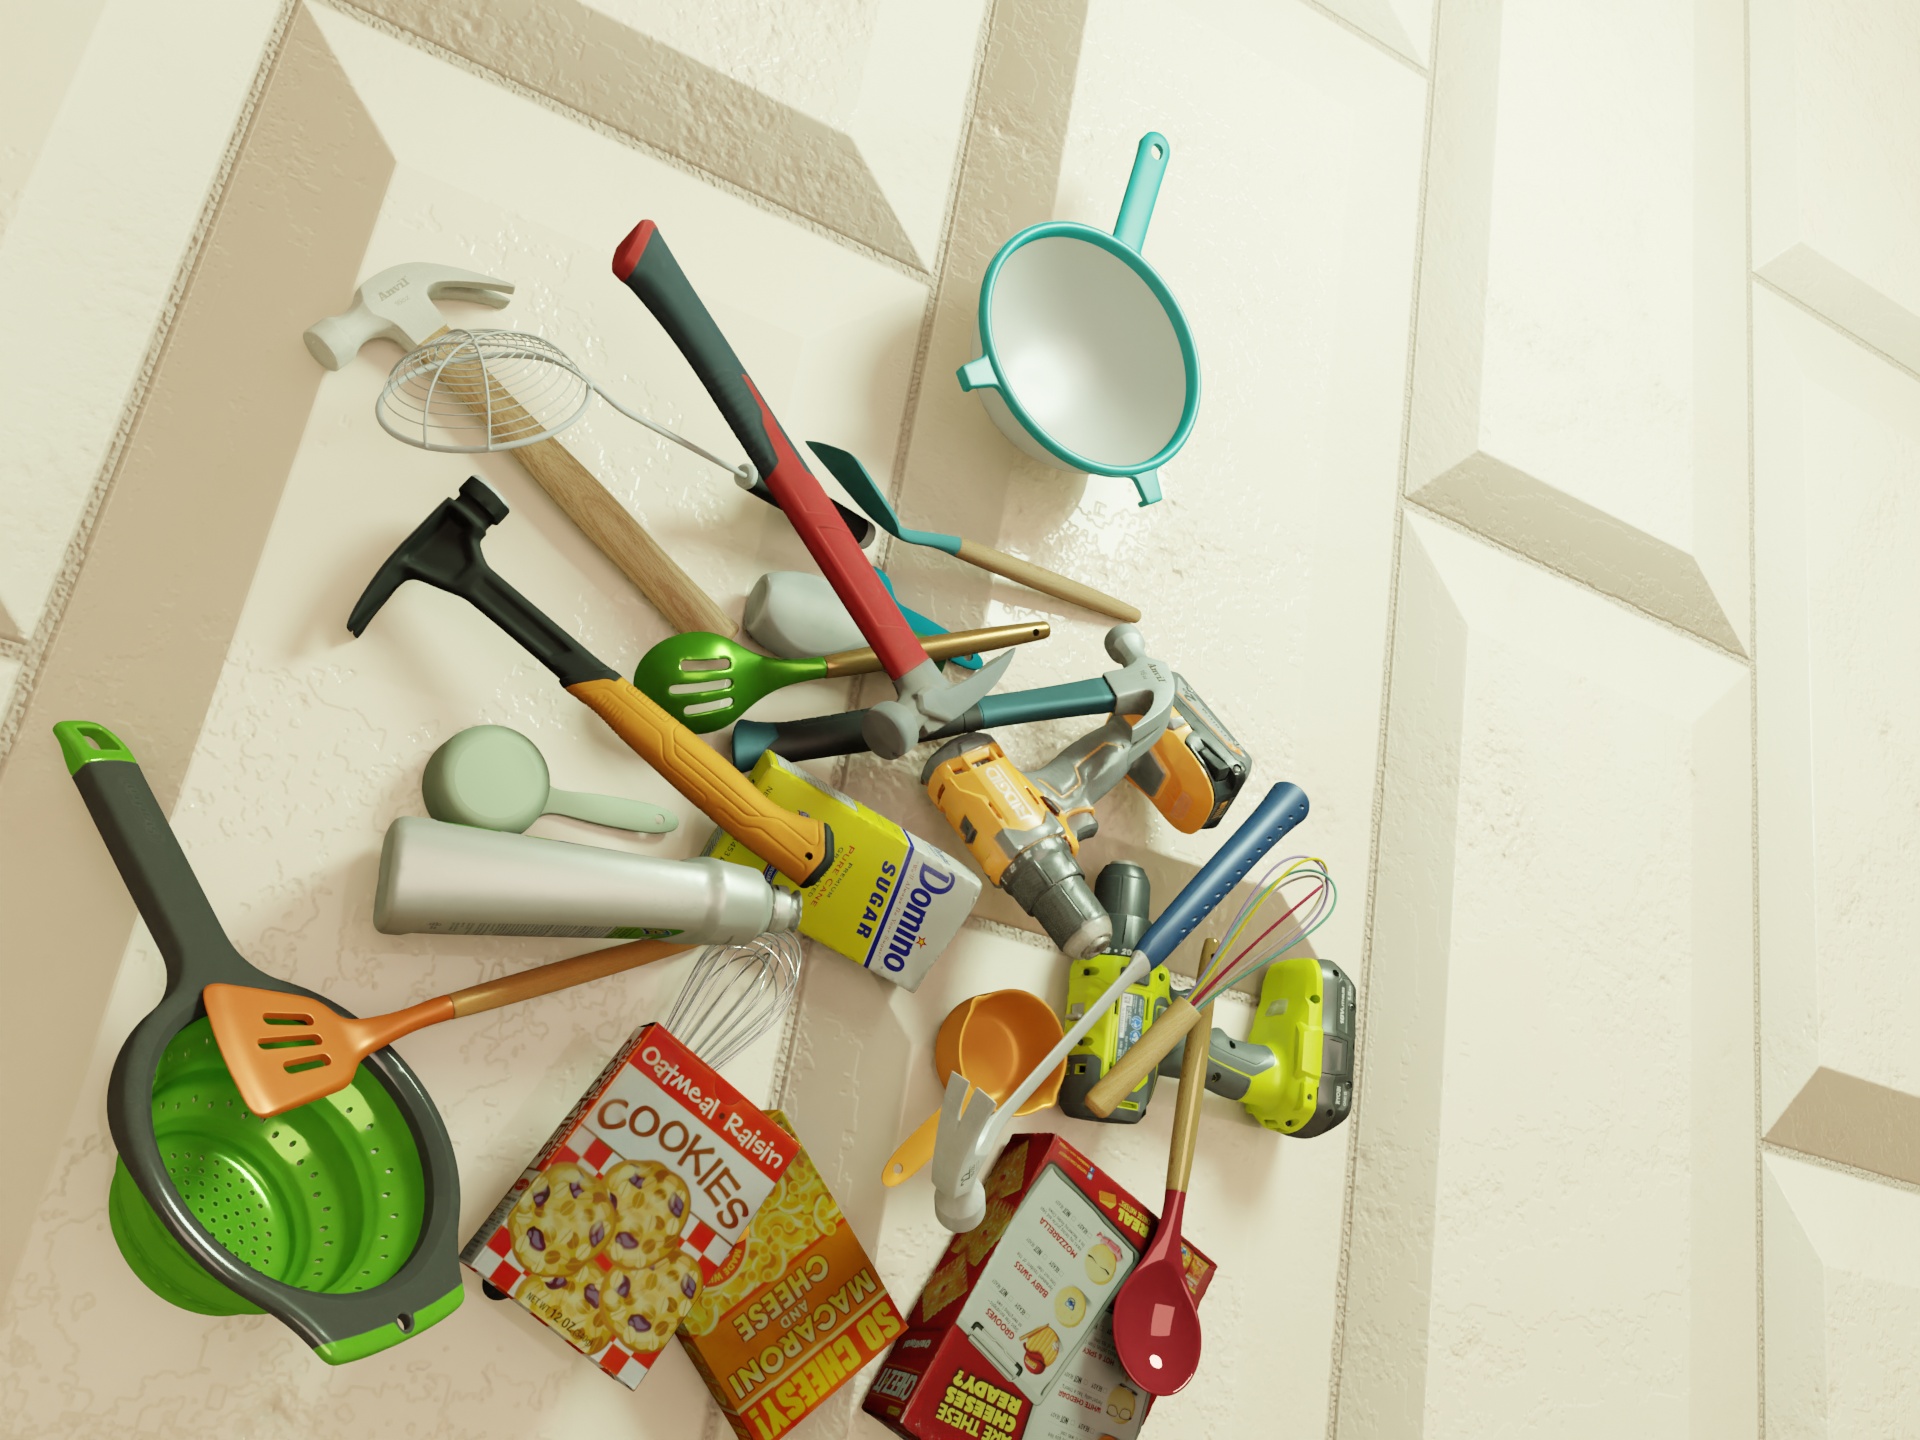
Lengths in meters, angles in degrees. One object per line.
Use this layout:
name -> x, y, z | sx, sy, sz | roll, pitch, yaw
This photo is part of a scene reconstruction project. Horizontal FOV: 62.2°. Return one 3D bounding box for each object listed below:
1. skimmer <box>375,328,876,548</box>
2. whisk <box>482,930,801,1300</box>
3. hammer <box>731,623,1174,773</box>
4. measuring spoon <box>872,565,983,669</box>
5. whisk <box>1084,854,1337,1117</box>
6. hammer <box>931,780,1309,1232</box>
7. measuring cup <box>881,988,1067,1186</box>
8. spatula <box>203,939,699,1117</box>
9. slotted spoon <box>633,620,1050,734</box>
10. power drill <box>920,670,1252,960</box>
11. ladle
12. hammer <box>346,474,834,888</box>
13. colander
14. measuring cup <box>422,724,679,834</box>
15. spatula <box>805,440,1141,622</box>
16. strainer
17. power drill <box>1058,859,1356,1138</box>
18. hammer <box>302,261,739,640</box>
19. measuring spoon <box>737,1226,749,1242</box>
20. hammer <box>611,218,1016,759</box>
skimmer -> -0.206, -0.164, 1.068 | 0.363, 0.127, 0.090 | 23, 109, -45
whisk -> -0.197, 0.241, 0.998 | 0.070, 0.070, 0.285 | 45, 65, -12
hammer -> -0.002, -0.004, 1.134 | 0.331, 0.033, 0.128 | -8, 40, -15
measuring spoon -> -0.032, -0.076, 1.192 | 0.128, 0.021, 0.042 | 32, 64, -17
whisk -> 0.180, 0.190, 1.127 | 0.245, 0.047, 0.051 | -44, 67, -10
hammer -> 0.119, 0.171, 1.095 | 0.035, 0.144, 0.405 | 32, 55, 26
measuring cup -> -0.003, 0.259, 1.103 | 0.173, 0.052, 0.095 | -40, 98, -29
spatula -> -0.278, 0.160, 0.943 | 0.322, 0.041, 0.081 | -11, 61, -45
slotted spoon -> -0.073, -0.043, 1.116 | 0.313, 0.031, 0.070 | -10, 104, -26
power drill -> 0.108, 0.067, 1.168 | 0.226, 0.084, 0.185 | -20, 60, -31
ladle -> 0.153, 0.302, 1.108 | 0.069, 0.031, 0.316 | 21, 65, -18
hammer -> -0.221, -0.004, 1.008 | 0.337, 0.034, 0.127 | 40, 76, -2
colander -> -0.421, 0.180, 0.866 | 0.397, 0.094, 0.204 | 56, 15, 14
measuring cup -> -0.257, 0.049, 1.022 | 0.167, 0.038, 0.083 | 13, 71, -24
spatula -> 0.022, -0.135, 1.213 | 0.317, 0.082, 0.044 | 18, 95, -33
strainer -> 0.101, -0.336, 1.297 | 0.210, 0.095, 0.341 | 29, 62, -23
power drill -> 0.185, 0.218, 1.205 | 0.228, 0.080, 0.191 | 15, 70, -22
hammer -> -0.274, -0.172, 1.078 | 0.331, 0.031, 0.130 | 47, 60, -11
measuring spoon -> -0.183, 0.307, 0.965 | 0.116, 0.011, 0.021 | 12, 72, -23
hammer -> -0.105, -0.167, 1.074 | 0.143, 0.038, 0.386 | -36, 96, -45
